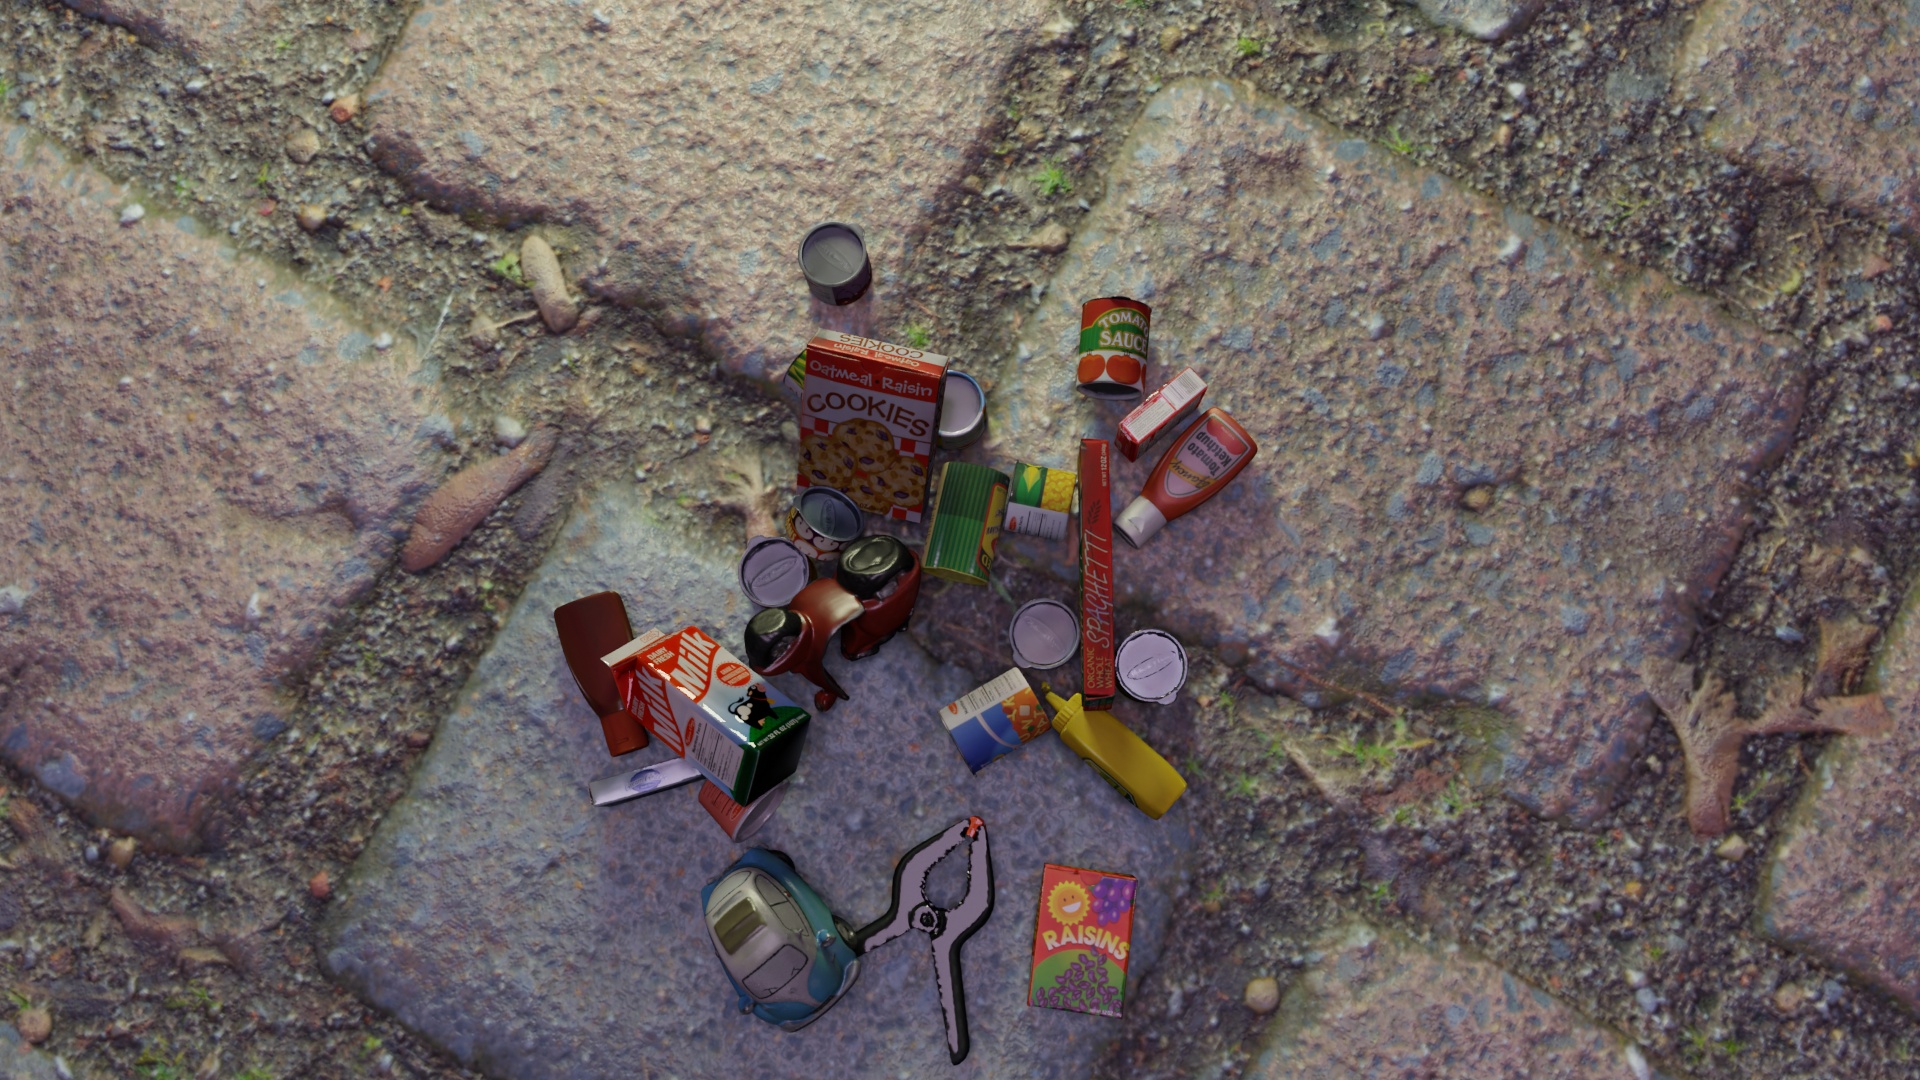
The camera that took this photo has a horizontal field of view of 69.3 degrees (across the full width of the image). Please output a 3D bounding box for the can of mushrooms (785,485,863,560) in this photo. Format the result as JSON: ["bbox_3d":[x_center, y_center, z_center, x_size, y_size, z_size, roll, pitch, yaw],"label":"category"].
[{"bbox_3d":[-0.128,-0.017,1.278,0.071,0.033,0.071,20,42,-20],"label":"can of mushrooms"}]

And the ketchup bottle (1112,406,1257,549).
[{"bbox_3d":[0.207,-0.055,1.307,0.149,0.043,0.065,-44,82,-5],"label":"ketchup bottle"}]

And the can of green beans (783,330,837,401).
[{"bbox_3d":[-0.125,-0.153,1.321,0.071,0.071,0.058,-45,83,-5],"label":"can of green beans"}]

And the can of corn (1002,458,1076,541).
[{"bbox_3d":[0.074,-0.038,1.297,0.058,0.071,0.071,11,81,3],"label":"can of corn"}]

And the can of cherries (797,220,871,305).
[{"bbox_3d":[-0.118,-0.269,1.345,0.071,0.058,0.071,0,80,2],"label":"can of cherries"}]

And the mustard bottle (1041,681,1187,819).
[{"bbox_3d":[0.132,0.186,1.261,0.160,0.065,0.049,40,79,15],"label":"mustard bottle"}]

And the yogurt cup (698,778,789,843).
[{"bbox_3d":[-0.200,0.232,1.260,0.054,0.072,0.072,37,84,15],"label":"yogurt cup"}]

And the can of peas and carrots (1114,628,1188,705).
[{"bbox_3d":[0.173,0.118,1.271,0.071,0.058,0.071,0,81,1],"label":"can of peas and carrots"}]

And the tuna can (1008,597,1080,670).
[{"bbox_3d":[0.076,0.090,1.291,0.071,0.033,0.071,0,80,2],"label":"tuna can"}]

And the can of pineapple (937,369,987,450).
[{"bbox_3d":[-0.009,-0.125,1.317,0.071,0.058,0.071,0,81,2],"label":"can of pineapple"}]

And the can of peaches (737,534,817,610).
[{"bbox_3d":[-0.171,0.031,1.295,0.071,0.058,0.071,0,81,2],"label":"can of peaches"}]

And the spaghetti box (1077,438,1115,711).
[{"bbox_3d":[0.123,0.030,1.268,0.029,0.050,0.251,0,69,2],"label":"spaghetti box"}]

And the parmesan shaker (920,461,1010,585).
[{"bbox_3d":[0.005,-0.016,1.291,0.071,0.071,0.103,12,81,4],"label":"parmesan shaker"}]

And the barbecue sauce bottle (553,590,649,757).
[{"bbox_3d":[-0.328,0.125,1.291,0.065,0.043,0.148,-19,81,-1],"label":"barbecue sauce bottle"}]

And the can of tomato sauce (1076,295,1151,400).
[{"bbox_3d":[0.146,-0.181,1.317,0.071,0.071,0.083,5,81,2],"label":"can of tomato sauce"}]

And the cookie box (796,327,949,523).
[{"bbox_3d":[-0.082,-0.102,1.270,0.123,0.166,0.040,13,39,4],"label":"cookie box"}]

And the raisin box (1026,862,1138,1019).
[{"bbox_3d":[0.108,0.357,1.242,0.086,0.040,0.123,8,80,4],"label":"raisin box"}]

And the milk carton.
[{"bbox_3d":[-0.232,0.144,1.246,0.191,0.073,0.073,33,127,20],"label":"milk carton"}]

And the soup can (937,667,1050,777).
[{"bbox_3d":[0.032,0.166,1.264,0.084,0.071,0.071,-29,81,-4],"label":"soup can"}]

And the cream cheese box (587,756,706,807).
[{"bbox_3d":[-0.282,0.219,1.269,0.104,0.053,0.024,-16,79,-1],"label":"cream cheese box"}]
